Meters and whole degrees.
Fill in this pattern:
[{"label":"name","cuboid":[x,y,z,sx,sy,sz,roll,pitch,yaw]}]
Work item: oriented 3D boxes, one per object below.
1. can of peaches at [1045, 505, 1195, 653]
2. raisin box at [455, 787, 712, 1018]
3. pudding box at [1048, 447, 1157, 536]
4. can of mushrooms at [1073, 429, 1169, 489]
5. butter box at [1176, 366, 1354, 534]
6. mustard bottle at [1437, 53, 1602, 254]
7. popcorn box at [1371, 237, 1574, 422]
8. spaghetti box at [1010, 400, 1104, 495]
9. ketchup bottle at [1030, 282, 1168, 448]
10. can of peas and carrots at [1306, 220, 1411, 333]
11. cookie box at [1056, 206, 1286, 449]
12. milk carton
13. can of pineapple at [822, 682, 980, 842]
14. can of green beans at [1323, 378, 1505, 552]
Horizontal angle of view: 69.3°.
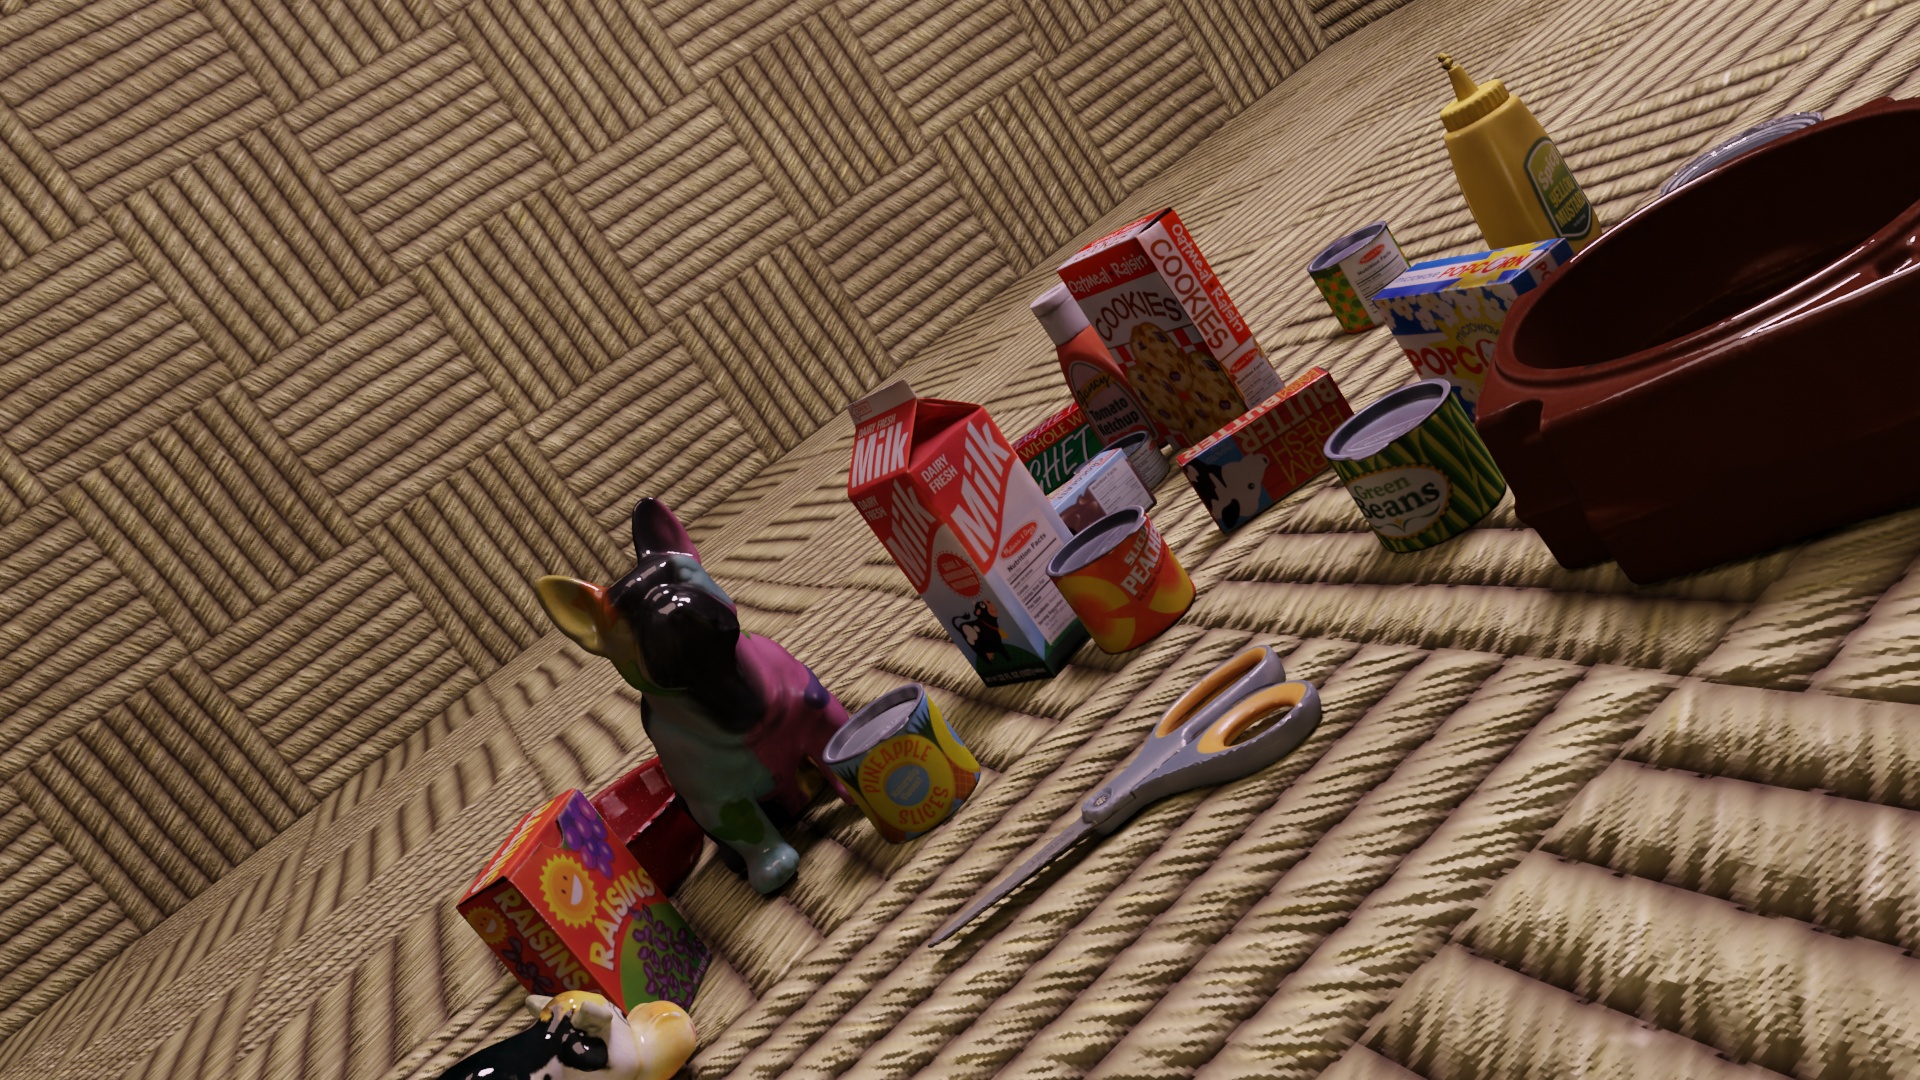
[{"label":"can of peaches","cuboid":[0.093,0.022,0.786,0.071,0.058,0.071,-33,13,9]},{"label":"raisin box","cuboid":[-0.187,0.199,0.705,0.040,0.123,0.086,-31,13,17]},{"label":"pudding box","cuboid":[0.091,-0.021,0.965,0.084,0.049,0.030,-41,14,-26]},{"label":"can of mushrooms","cuboid":[0.119,-0.051,1.038,0.071,0.033,0.071,-33,13,9]},{"label":"butter box","cuboid":[0.187,-0.054,0.833,0.103,0.053,0.024,-34,12,6]},{"label":"mustard bottle","cuboid":[0.333,-0.227,0.845,0.065,0.160,0.048,-43,14,-32]},{"label":"popcorn box","cuboid":[0.276,-0.104,0.712,0.038,0.085,0.127,-37,13,-8]},{"label":"spaghetti box","cuboid":[0.106,-0.094,1.190,0.250,0.050,0.029,-34,12,3]},{"label":"ketchup bottle","cuboid":[0.111,-0.135,1.104,0.064,0.148,0.044,-23,17,43]},{"label":"can of peas and carrots","cuboid":[0.303,-0.197,1.045,0.071,0.058,0.071,-33,13,9]},{"label":"cookie box","cuboid":[0.153,-0.149,1.003,0.040,0.167,0.123,-39,13,-18]},{"label":"milk carton","cuboid":[0.003,-0.010,0.831,0.074,0.190,0.072,-43,15,-33]},{"label":"can of pineapple","cuboid":[-0.031,0.120,0.745,0.071,0.058,0.071,-33,13,9]},{"label":"can of green beans","cuboid":[0.219,-0.036,0.672,0.071,0.057,0.071,-33,13,9]}]
